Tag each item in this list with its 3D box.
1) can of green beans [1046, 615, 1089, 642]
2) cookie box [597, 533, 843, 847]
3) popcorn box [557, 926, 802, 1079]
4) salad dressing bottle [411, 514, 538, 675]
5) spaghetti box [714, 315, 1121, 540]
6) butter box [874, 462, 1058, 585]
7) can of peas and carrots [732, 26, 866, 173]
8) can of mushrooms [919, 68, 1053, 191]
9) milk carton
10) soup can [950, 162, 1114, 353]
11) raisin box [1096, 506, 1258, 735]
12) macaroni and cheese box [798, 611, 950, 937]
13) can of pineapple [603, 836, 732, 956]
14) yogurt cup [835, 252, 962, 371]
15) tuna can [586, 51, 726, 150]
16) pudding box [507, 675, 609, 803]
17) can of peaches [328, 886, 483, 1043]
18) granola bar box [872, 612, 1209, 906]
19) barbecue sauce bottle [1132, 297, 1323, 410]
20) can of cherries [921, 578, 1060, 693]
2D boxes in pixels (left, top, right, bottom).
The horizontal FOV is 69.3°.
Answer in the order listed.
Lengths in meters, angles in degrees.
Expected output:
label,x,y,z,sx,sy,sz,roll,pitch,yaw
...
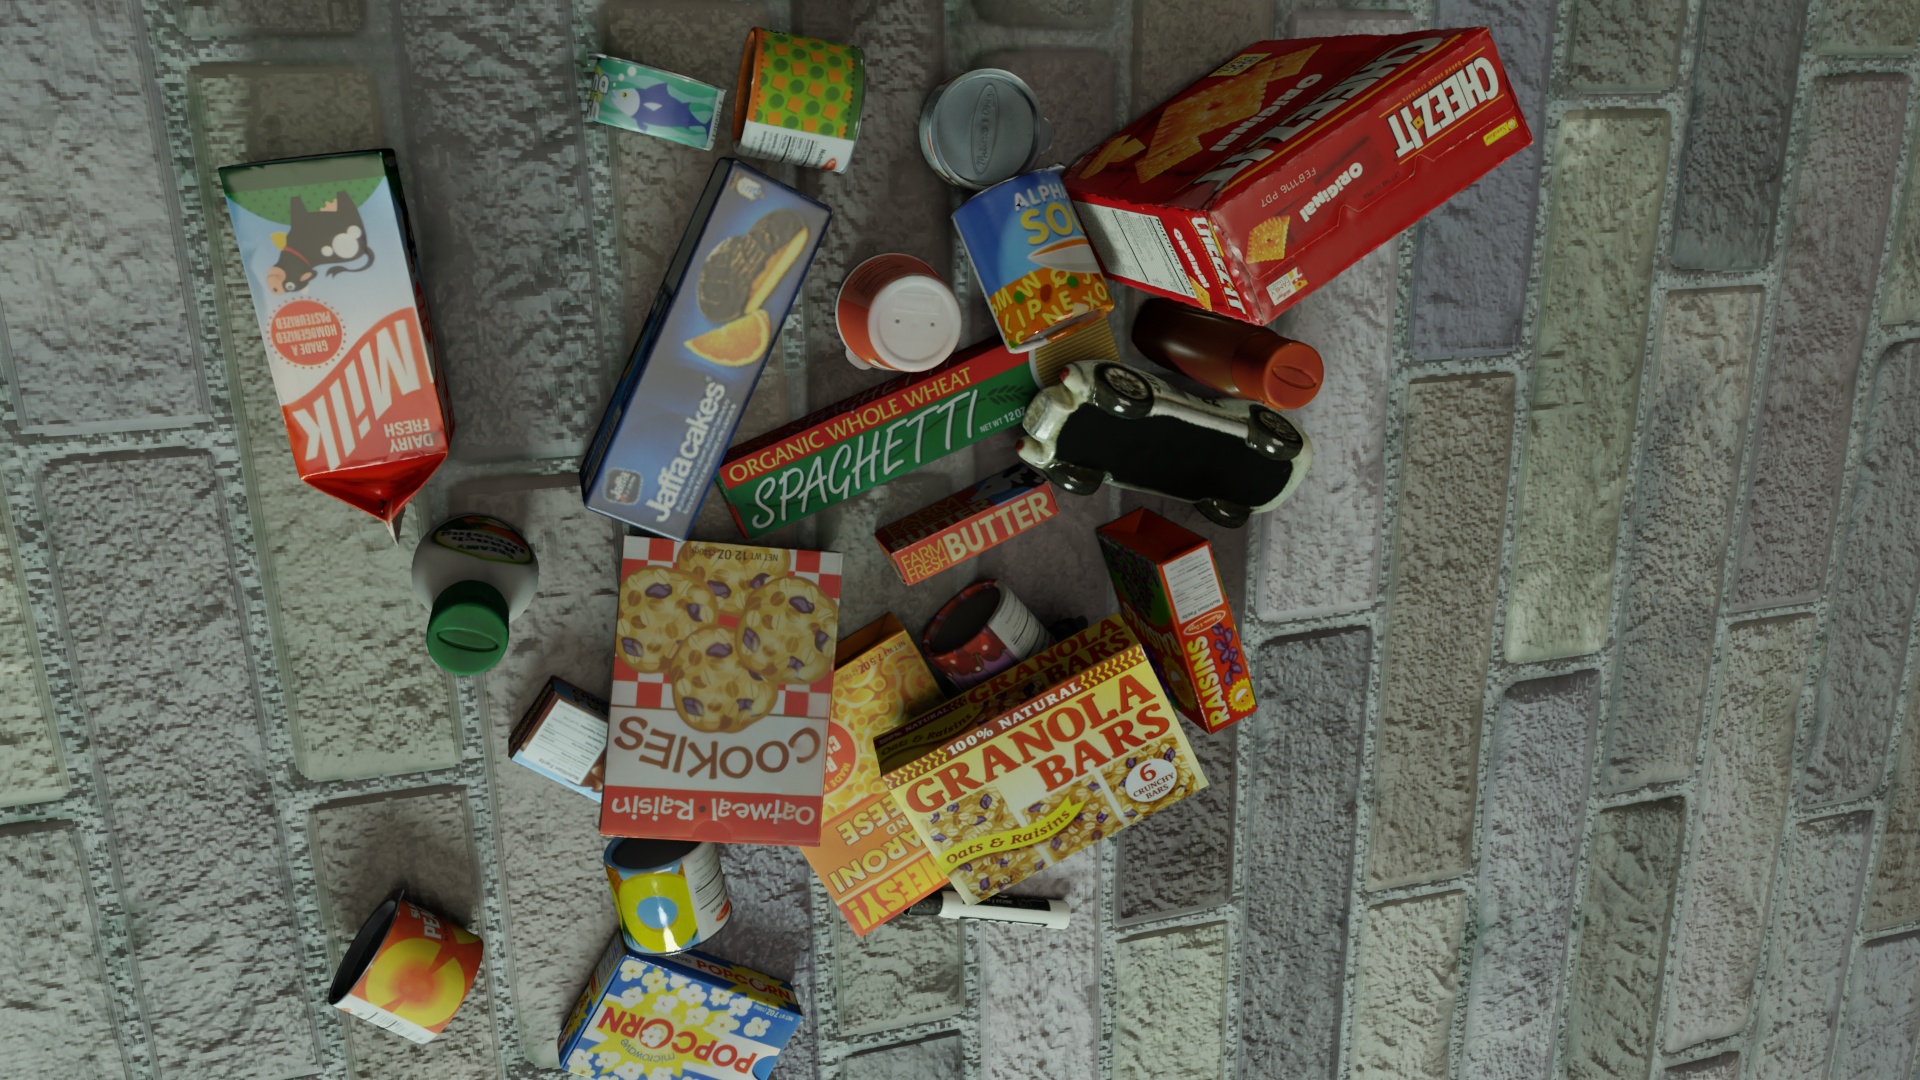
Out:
label,x,y,z,sx,sy,sz,roll,pitch,yaw
can of green beans,0.078,0.091,0.875,0.058,0.071,0.071,30,95,-23
cookie box,-0.135,0.084,0.788,0.123,0.040,0.167,5,88,-9
popcorn box,-0.176,0.305,0.875,0.126,0.038,0.085,27,95,-22
salad dressing bottle,-0.249,0.026,0.710,0.064,0.148,0.044,16,101,-21
spaghetti box,-0.023,-0.073,0.816,0.250,0.029,0.050,-24,111,-9
butter box,0.003,-0.010,0.829,0.104,0.053,0.024,-26,110,-9
can of peas and carrots,-0.085,-0.233,0.730,0.059,0.071,0.070,5,104,-18
can of mushrooms,0.014,-0.229,0.779,0.071,0.033,0.070,-5,106,-16
milk carton,-0.303,-0.096,0.698,0.073,0.072,0.189,-11,109,-14
soup can,0.043,-0.156,0.774,0.071,0.071,0.084,-23,88,-10
raisin box,0.136,0.049,0.870,0.040,0.086,0.123,-25,112,-14
macaroni and cheese box,-0.053,0.146,0.865,0.124,0.040,0.166,-31,112,-7
can of pineapple,-0.177,0.205,0.830,0.071,0.071,0.057,-13,109,-13
yogurt cup,-0.032,-0.126,0.784,0.072,0.054,0.072,-5,107,-16
tuna can,-0.158,-0.224,0.709,0.071,0.071,0.032,10,103,-20
pudding box,-0.215,0.122,0.813,0.083,0.030,0.049,32,93,-23
can of peaches,-0.316,0.245,0.799,0.058,0.071,0.071,37,93,-23
granola bar box,0.049,0.131,0.826,0.165,0.039,0.123,-28,121,2
barbecue sauce bottle,0.155,-0.107,0.796,0.065,0.149,0.043,17,101,-21
can of cherries,0.017,0.067,0.851,0.071,0.071,0.058,-43,113,-1
